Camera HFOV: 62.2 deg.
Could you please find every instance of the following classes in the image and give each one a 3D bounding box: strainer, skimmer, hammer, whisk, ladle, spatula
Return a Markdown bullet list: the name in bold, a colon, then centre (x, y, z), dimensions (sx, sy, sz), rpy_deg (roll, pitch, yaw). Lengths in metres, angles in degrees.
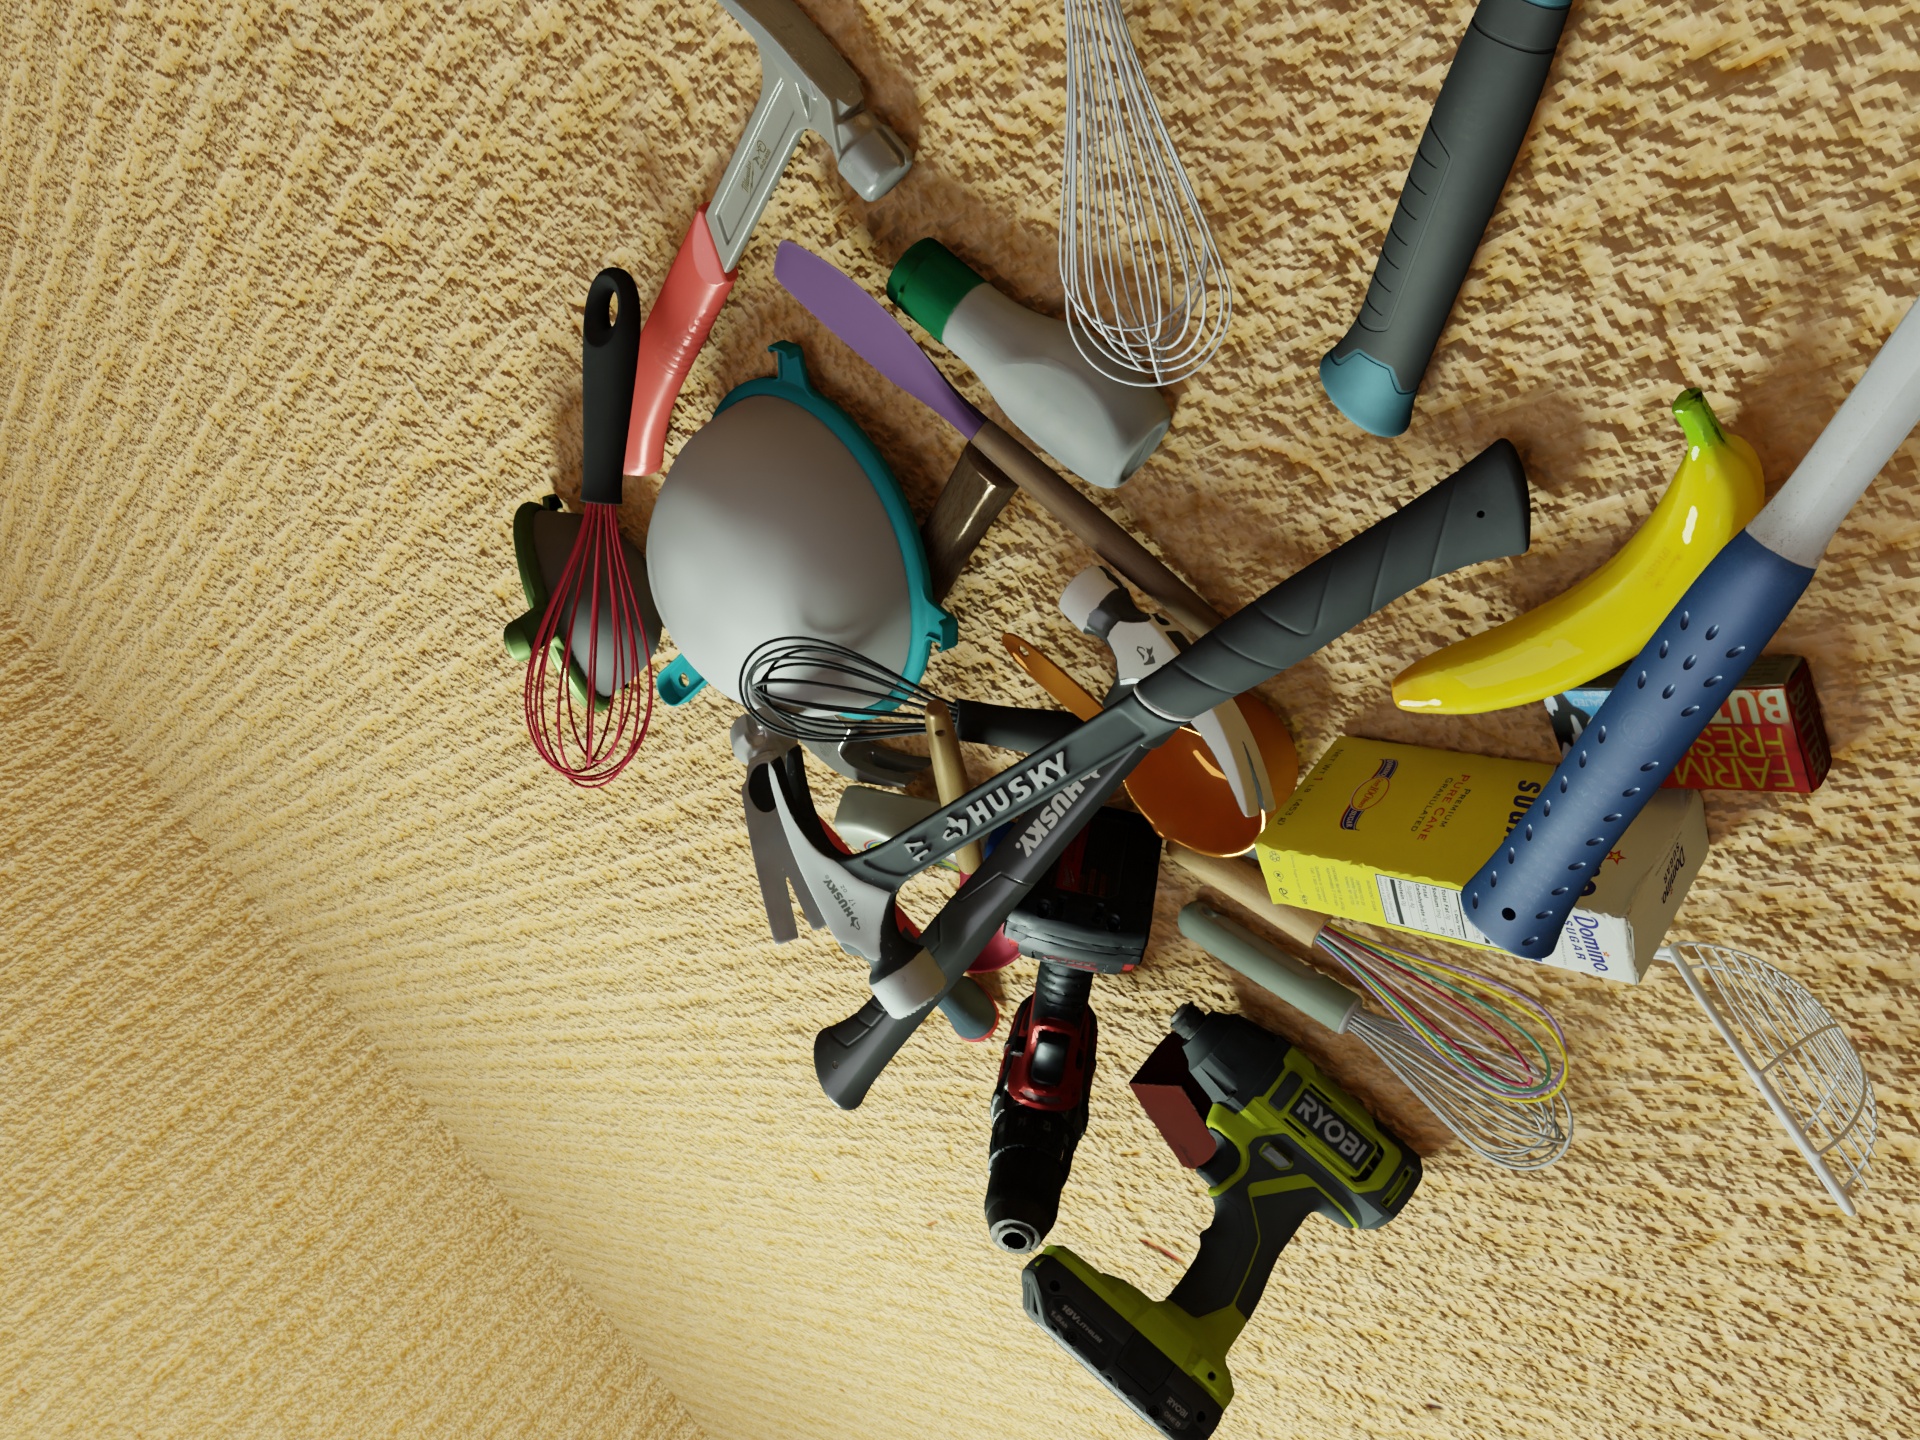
- **strainer**: centre (-0.149, -0.063, 0.969), dimensions (0.211, 0.095, 0.340), rpy_deg (60, 144, 3)
- **skimmer**: centre (0.252, 0.123, 0.775), dimensions (0.363, 0.090, 0.127), rpy_deg (17, 168, 39)
- **hammer**: centre (-0.043, 0.144, 1.018), dimensions (0.385, 0.038, 0.143), rpy_deg (57, -167, -54)
- **strainer**: centre (-0.242, -0.076, 1.039), dimensions (0.256, 0.069, 0.151), rpy_deg (-110, 1, -78)
- **hammer**: centre (0.186, -0.233, 0.535), dimensions (0.128, 0.033, 0.330), rpy_deg (34, 144, 19)
- **whisk**: centre (0.214, 0.130, 0.866), dimensions (0.245, 0.051, 0.047), rpy_deg (32, 145, 26)
- **hammer**: centre (0.076, -0.004, 0.734), dimensions (0.409, 0.036, 0.149), rpy_deg (-33, 92, 29)
- **hammer**: centre (0.023, 0.091, 0.834), dimensions (0.146, 0.035, 0.334), rpy_deg (48, 116, 22)
- **hammer**: centre (-0.036, -0.057, 0.951), dimensions (0.130, 0.031, 0.331), rpy_deg (44, 146, 4)
- **whisk**: centre (0.056, -0.267, 0.624), dimensions (0.070, 0.070, 0.284), rpy_deg (11, 128, 40)
- **hammer**: centre (-0.151, -0.247, 0.876), dimensions (0.149, 0.037, 0.359), rpy_deg (47, 145, -1)
- **ladle**: centre (0.002, 0.074, 0.930), dimensions (0.315, 0.069, 0.031), rpy_deg (79, 178, -59)
- **whisk**: centre (-0.205, -0.104, 0.900), dimensions (0.073, 0.073, 0.295), rpy_deg (15, 104, 37)
- **whisk**: centre (0.227, 0.170, 0.897), dimensions (0.246, 0.057, 0.059), rpy_deg (31, 109, 26)
- **spatula**: centre (0.030, -0.129, 0.790), dimensions (0.316, 0.018, 0.060), rpy_deg (40, 163, -3)
- **whisk**: centre (-0.001, -0.004, 0.863), dimensions (0.239, 0.055, 0.055), rpy_deg (10, 147, -13)
- **hammer**: centre (0.274, -0.070, 0.528), dimensions (0.144, 0.035, 0.405), rpy_deg (35, 130, 18)

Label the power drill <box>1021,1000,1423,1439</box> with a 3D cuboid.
- **power drill**: centre (0.145, 0.293, 0.946), dimensions (0.171, 0.223, 0.080), rpy_deg (40, 163, 7)

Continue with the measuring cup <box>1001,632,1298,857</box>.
- **measuring cup**: centre (0.101, -0.004, 0.843), dimensions (0.174, 0.052, 0.095), rpy_deg (40, 145, 13)

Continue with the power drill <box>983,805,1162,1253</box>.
- **power drill**: centre (0.056, 0.179, 0.934), dimensions (0.080, 0.188, 0.226), rpy_deg (11, 124, 5)
